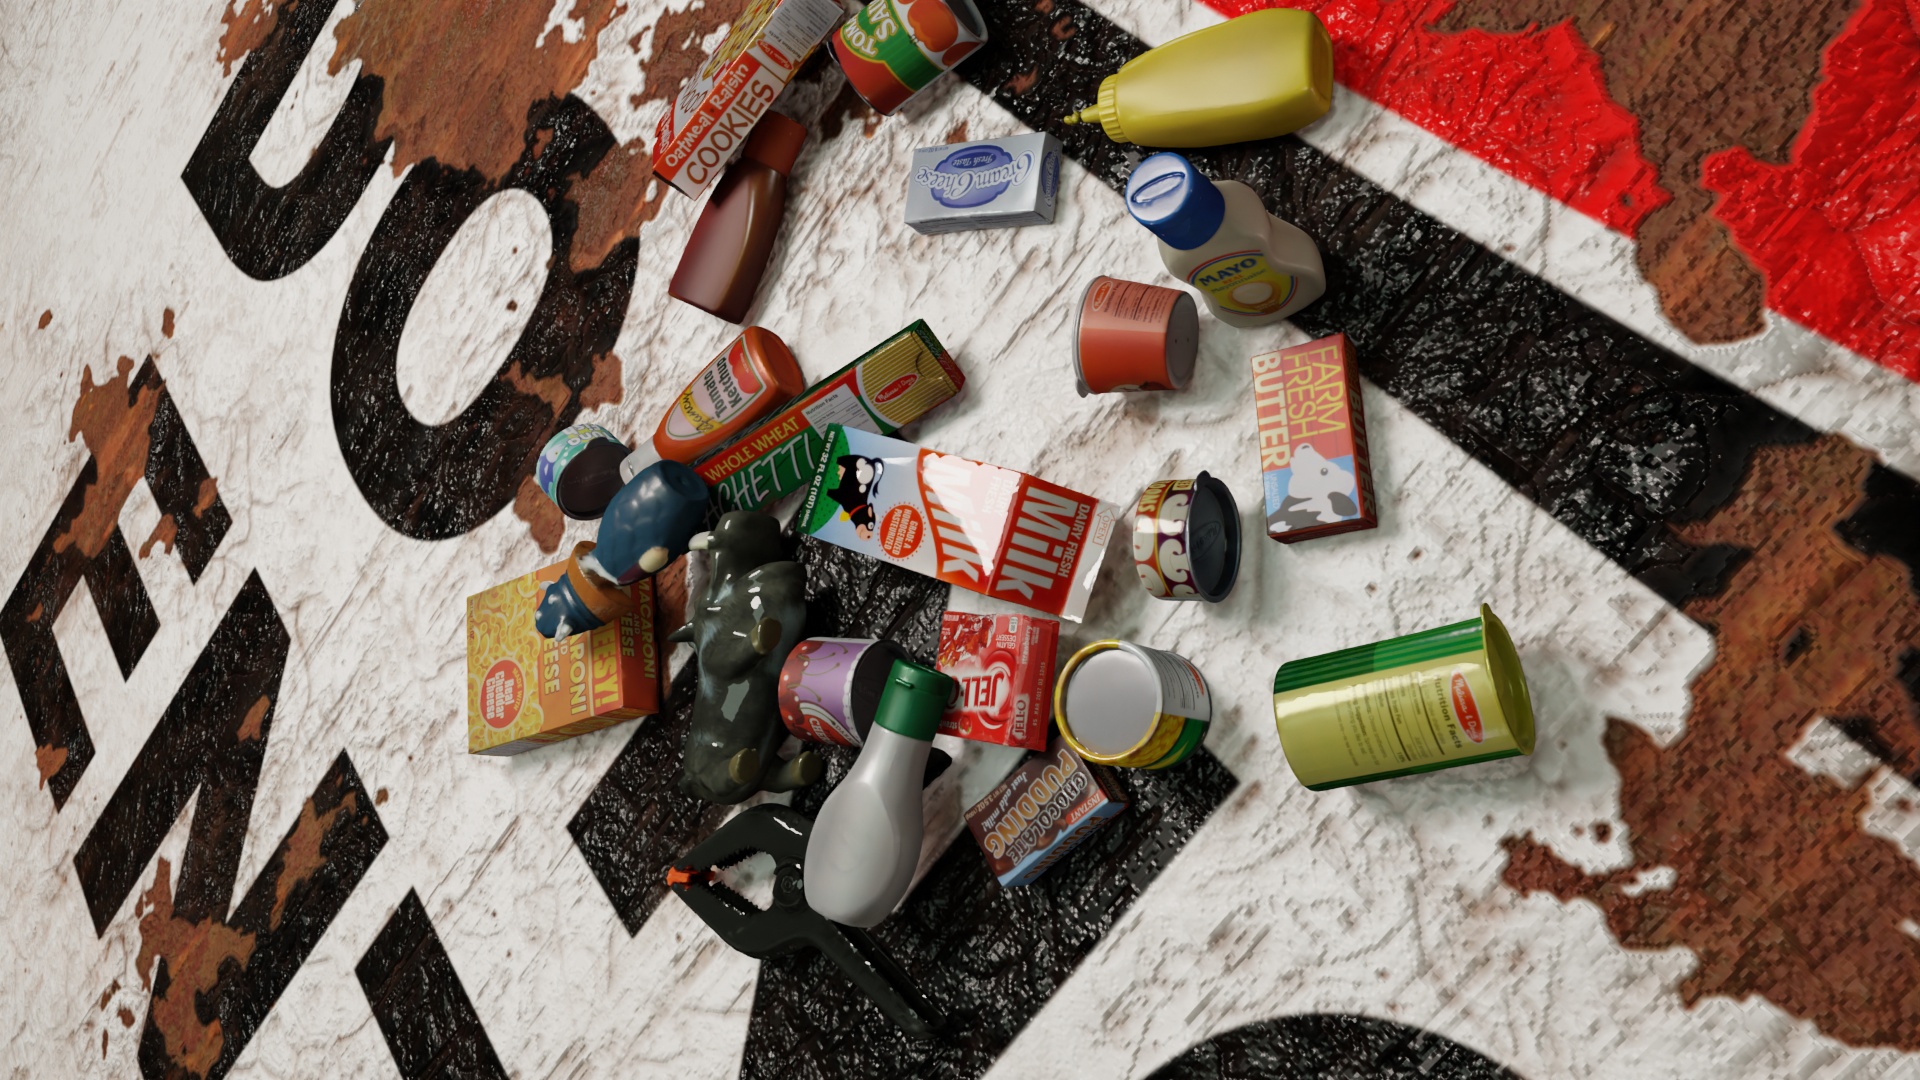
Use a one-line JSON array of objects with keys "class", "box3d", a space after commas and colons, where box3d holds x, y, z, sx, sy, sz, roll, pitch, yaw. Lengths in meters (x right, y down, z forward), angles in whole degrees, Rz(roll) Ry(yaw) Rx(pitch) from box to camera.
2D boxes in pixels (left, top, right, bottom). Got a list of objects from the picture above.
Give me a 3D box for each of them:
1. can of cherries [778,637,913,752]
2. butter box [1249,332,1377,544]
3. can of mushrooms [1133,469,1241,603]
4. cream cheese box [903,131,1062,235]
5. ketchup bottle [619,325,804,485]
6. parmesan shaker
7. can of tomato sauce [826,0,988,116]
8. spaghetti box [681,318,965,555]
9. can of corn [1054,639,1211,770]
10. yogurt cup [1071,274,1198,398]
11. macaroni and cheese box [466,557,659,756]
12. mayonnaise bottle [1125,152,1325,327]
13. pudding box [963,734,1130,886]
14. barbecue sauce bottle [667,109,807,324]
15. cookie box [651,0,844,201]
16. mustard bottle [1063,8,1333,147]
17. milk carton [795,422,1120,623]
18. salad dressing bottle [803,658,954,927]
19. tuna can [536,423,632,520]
[{"class": "can of cherries", "box3d": [-0.069, 0.094, 0.843, 0.058, 0.071, 0.071, -1, 79, 35]}, {"class": "butter box", "box3d": [0.185, -0.053, 0.730, 0.053, 0.024, 0.103, -12, 73, 33]}, {"class": "can of mushrooms", "box3d": [0.120, -0.002, 0.735, 0.033, 0.071, 0.071, -1, 79, 36]}, {"class": "cream cheese box", "box3d": [0.014, -0.227, 0.887, 0.104, 0.024, 0.053, 4, 83, 35]}, {"class": "ketchup bottle", "box3d": [-0.177, -0.083, 0.973, 0.148, 0.043, 0.065, -36, 62, 23]}, {"class": "parmesan shaker", "box3d": [0.208, 0.075, 0.658, 0.103, 0.071, 0.071, -18, 70, 31]}, {"class": "can of tomato sauce", "box3d": [-0.035, -0.333, 0.916, 0.083, 0.071, 0.071, -30, 64, 25]}, {"class": "spaghetti box", "box3d": [-0.110, -0.064, 0.917, 0.249, 0.029, 0.050, -28, 108, 27]}, {"class": "can of corn", "box3d": [0.090, 0.090, 0.741, 0.071, 0.058, 0.071, -9, 74, 33]}, {"class": "yogurt cup", "box3d": [0.100, -0.114, 0.779, 0.054, 0.072, 0.072, 8, 84, 27]}, {"class": "macaroni and cheese box", "box3d": [-0.293, 0.081, 1.017, 0.166, 0.040, 0.124, -18, 69, 31]}, {"class": "mayonnaise bottle", "box3d": [0.134, -0.152, 0.711, 0.064, 0.148, 0.041, -19, 70, 30]}, {"class": "pudding box", "box3d": [0.048, 0.150, 0.774, 0.083, 0.030, 0.050, -42, 60, 20]}, {"class": "barbecue sauce bottle", "box3d": [-0.155, -0.232, 0.992, 0.065, 0.043, 0.148, 26, 94, 35]}, {"class": "cookie box", "box3d": [-0.153, -0.332, 0.982, 0.167, 0.040, 0.123, -46, 27, 18]}, {"class": "mustard bottle", "box3d": [0.131, -0.258, 0.798, 0.160, 0.049, 0.065, -1, 79, 35]}, {"class": "milk carton", "box3d": [0.003, -0.010, 0.815, 0.191, 0.073, 0.072, 18, 90, 36]}, {"class": "salad dressing bottle", "box3d": [-0.044, 0.142, 0.790, 0.064, 0.044, 0.147, 19, 91, 29]}, {"class": "tuna can", "box3d": [-0.273, -0.052, 1.016, 0.033, 0.071, 0.071, 38, 102, 35]}]
